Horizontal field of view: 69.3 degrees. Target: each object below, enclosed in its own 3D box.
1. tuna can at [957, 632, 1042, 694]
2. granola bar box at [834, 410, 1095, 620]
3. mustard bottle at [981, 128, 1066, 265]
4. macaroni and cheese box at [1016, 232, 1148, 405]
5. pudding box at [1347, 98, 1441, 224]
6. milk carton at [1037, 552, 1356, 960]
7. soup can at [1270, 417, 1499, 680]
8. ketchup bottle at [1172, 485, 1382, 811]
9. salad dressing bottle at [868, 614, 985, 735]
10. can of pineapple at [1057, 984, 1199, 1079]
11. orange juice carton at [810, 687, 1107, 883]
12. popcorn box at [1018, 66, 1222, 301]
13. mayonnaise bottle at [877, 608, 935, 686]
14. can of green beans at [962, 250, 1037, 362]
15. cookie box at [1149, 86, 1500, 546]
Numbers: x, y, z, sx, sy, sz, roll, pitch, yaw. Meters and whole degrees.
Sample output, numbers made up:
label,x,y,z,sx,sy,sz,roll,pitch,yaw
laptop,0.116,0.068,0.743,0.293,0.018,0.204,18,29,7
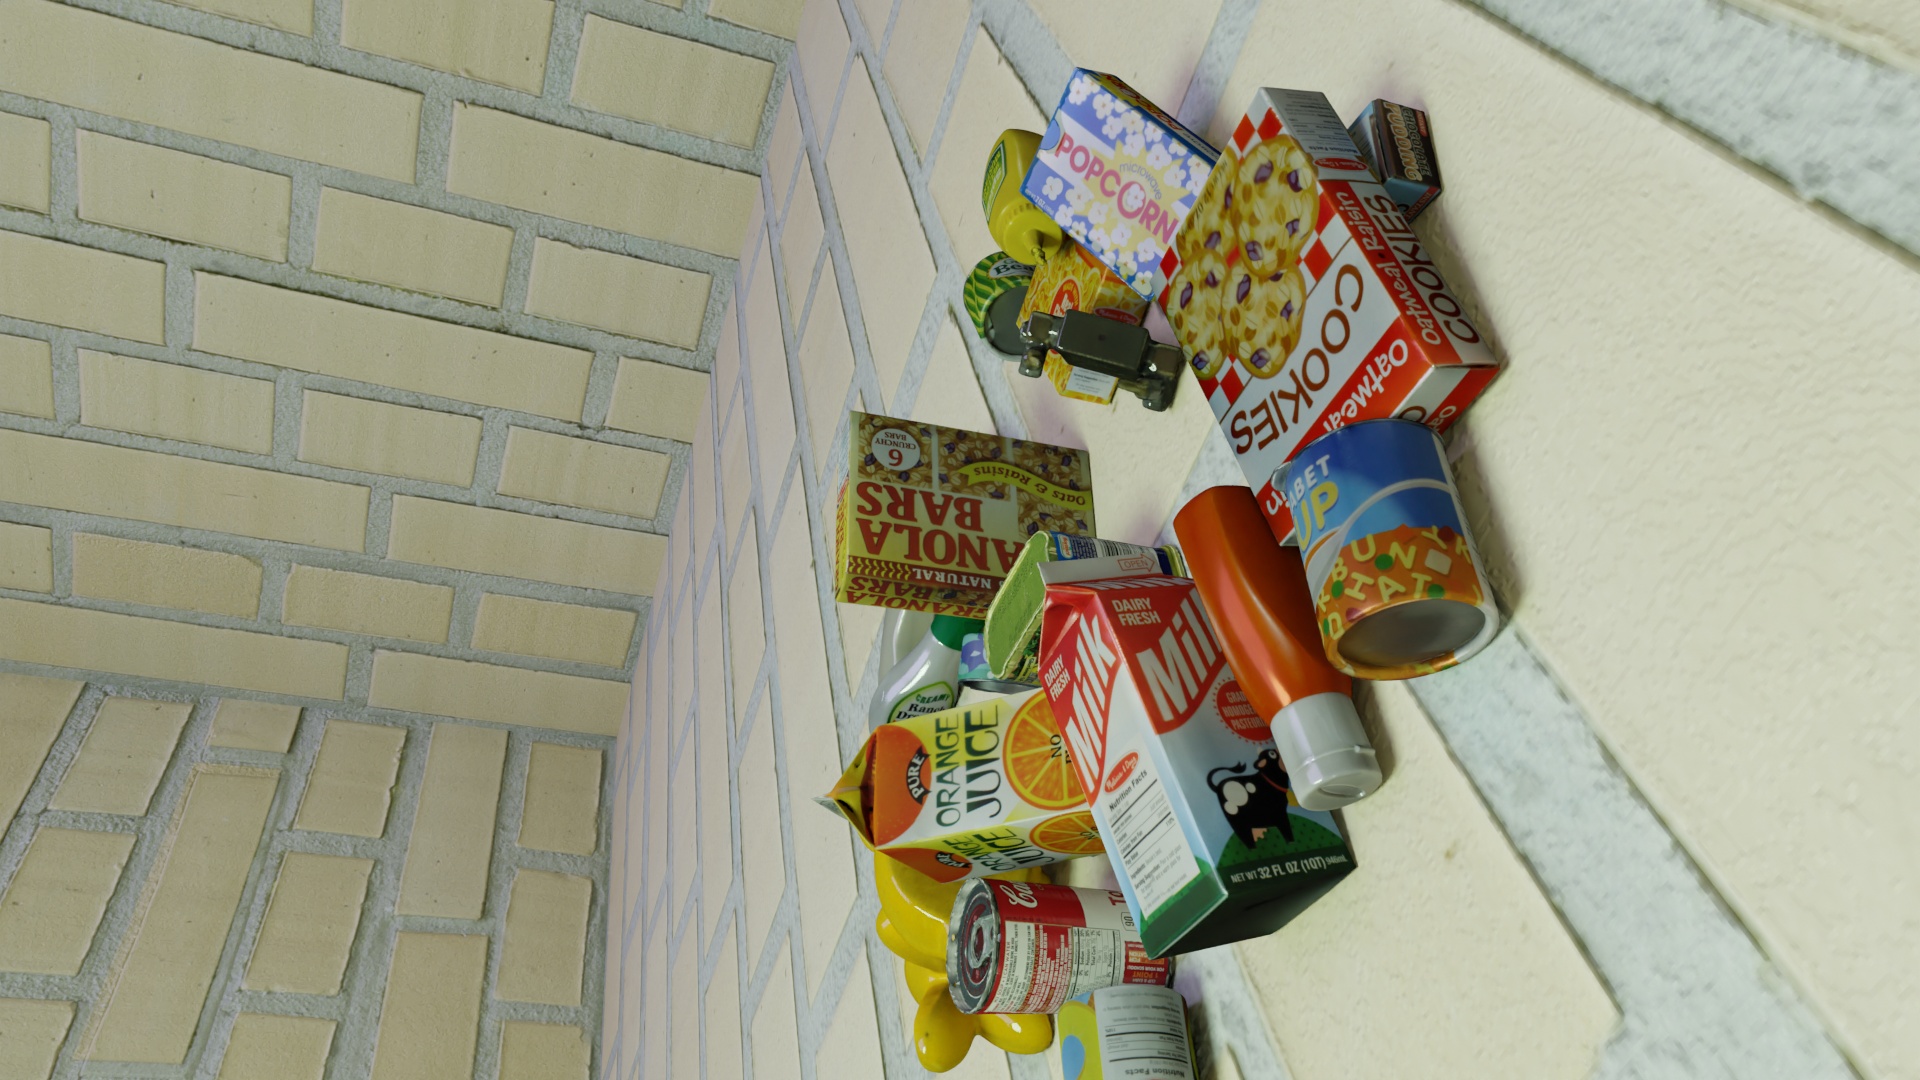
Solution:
label,x,y,z,sx,sy,sz,roll,pitch,yaw
tuna can,0.031,0.082,0.918,0.071,0.071,0.033,154,125,-68
granola bar box,0.003,-0.011,0.894,0.038,0.166,0.125,121,152,-53
mustard bottle,0.045,-0.225,0.934,0.161,0.049,0.065,-95,21,-55
macaroni and cheese box,0.093,-0.192,0.921,0.124,0.040,0.165,-112,36,-57
pudding box,0.184,-0.158,0.649,0.083,0.030,0.050,128,146,-55
milk carton,0.096,0.085,0.644,0.073,0.072,0.191,-60,42,46
soup can,0.166,0.004,0.550,0.071,0.071,0.084,122,151,-49
ketchup bottle,0.143,0.045,0.617,0.043,0.065,0.149,-46,43,36
salad dressing bottle,-0.023,0.102,1.085,0.147,0.064,0.044,-62,36,26
can of pineapple,0.081,0.256,0.676,0.070,0.071,0.058,120,153,-46
orange juice carton,0.019,0.134,0.752,0.192,0.071,0.073,-16,56,23
popcorn box,0.101,-0.209,0.817,0.127,0.038,0.084,48,127,31
mayonnaise bottle,-0.047,0.099,1.185,0.064,0.041,0.148,158,120,-70
can of green beans,0.039,-0.174,1.030,0.058,0.071,0.071,-110,34,-55
cookie box,0.155,-0.099,0.625,0.122,0.040,0.168,118,140,-49
